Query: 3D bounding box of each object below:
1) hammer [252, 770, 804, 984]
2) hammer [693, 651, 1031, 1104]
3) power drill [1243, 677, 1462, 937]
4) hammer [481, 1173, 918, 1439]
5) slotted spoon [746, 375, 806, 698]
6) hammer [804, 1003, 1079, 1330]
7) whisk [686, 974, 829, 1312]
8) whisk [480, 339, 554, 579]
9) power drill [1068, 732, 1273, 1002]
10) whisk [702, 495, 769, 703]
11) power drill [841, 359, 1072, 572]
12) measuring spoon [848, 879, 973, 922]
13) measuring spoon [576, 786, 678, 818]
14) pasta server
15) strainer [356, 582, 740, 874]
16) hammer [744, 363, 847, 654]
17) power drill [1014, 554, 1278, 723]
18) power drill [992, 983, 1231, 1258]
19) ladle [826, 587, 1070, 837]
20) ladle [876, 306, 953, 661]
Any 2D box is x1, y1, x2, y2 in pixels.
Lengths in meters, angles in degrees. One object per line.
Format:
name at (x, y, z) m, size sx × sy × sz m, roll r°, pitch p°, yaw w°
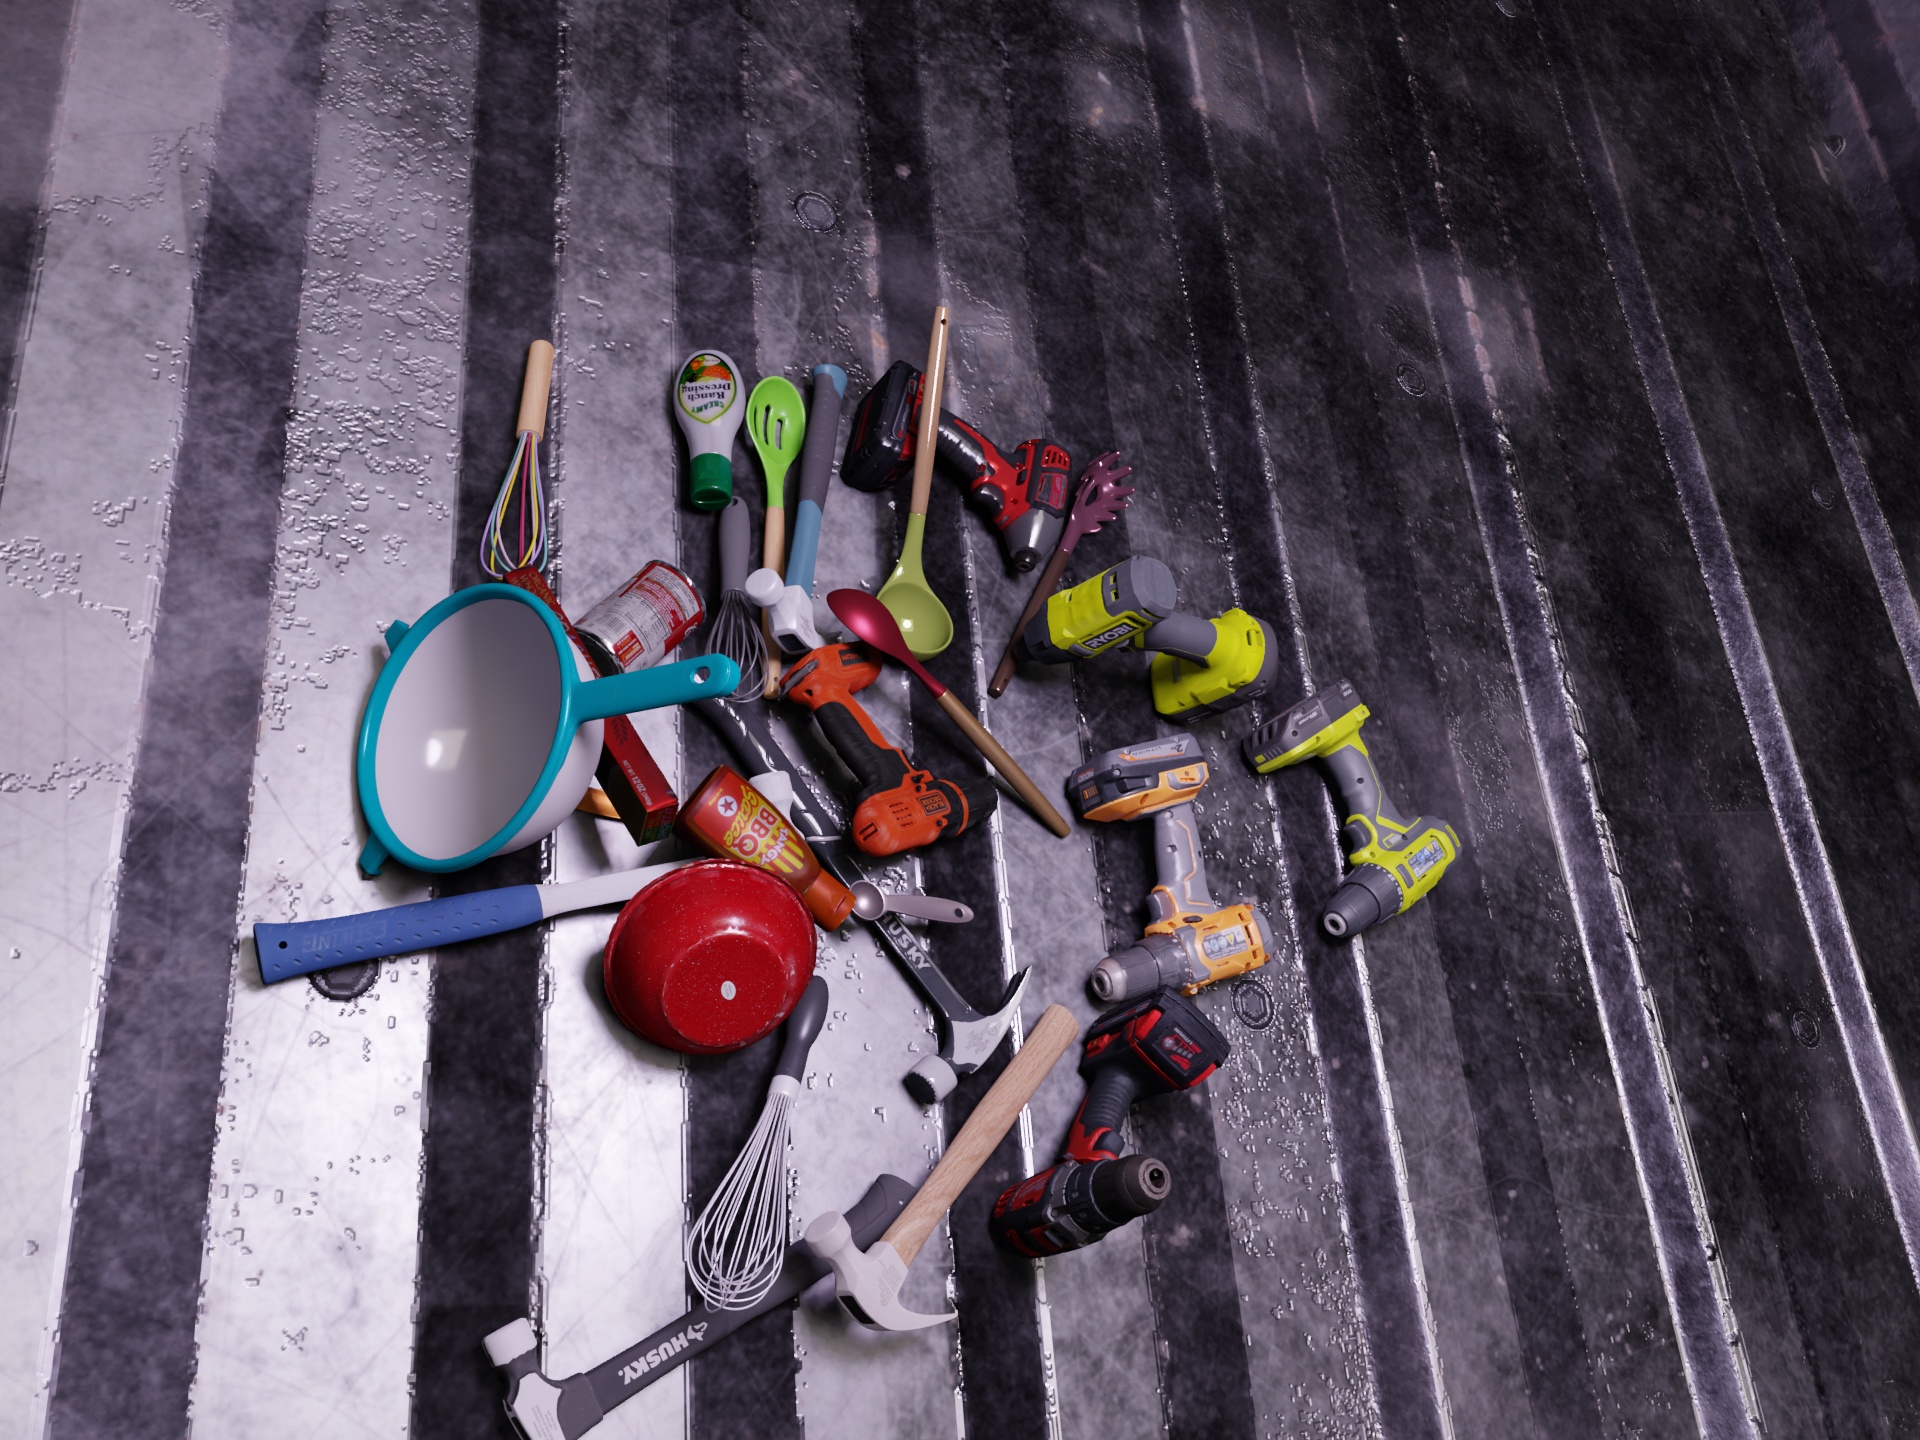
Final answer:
hammer at (-0.299, 0.138, 1.174) m, size 0.405 × 0.035 × 0.144 m, roll -9°, pitch 81°, yaw -29°
hammer at (-0.097, 0.112, 1.319) m, size 0.149 × 0.036 × 0.409 m, roll -35°, pitch 87°, yaw -38°
power drill at (0.382, 0.090, 1.580) m, size 0.190 × 0.080 × 0.228 m, roll -28°, pitch 86°, yaw -37°
hammer at (-0.158, 0.423, 1.135) m, size 0.334 × 0.035 × 0.146 m, roll -22°, pitch 79°, yaw -36°
slotted spoon at (-0.167, -0.165, 1.415) m, size 0.070 × 0.031 × 0.314 m, roll 21°, pitch 58°, yaw -44°
hammer at (0.008, 0.338, 1.243) m, size 0.331 × 0.031 × 0.130 m, roll -44°, pitch 109°, yaw -46°
whisk at (-0.138, 0.300, 1.169) m, size 0.070 × 0.070 × 0.285 m, roll 30°, pitch 42°, yaw -14°
whisk at (-0.358, -0.220, 1.324) m, size 0.051 × 0.047 × 0.245 m, roll 13°, pitch 58°, yaw -23°
power drill at (0.171, 0.138, 1.436) m, size 0.185 × 0.084 × 0.226 m, roll -12°, pitch 78°, yaw -32°
whisk at (-0.189, -0.106, 1.342) m, size 0.055 × 0.055 × 0.239 m, roll 14°, pitch 47°, yaw -24°
power drill at (0.005, -0.236, 1.522) m, size 0.219 × 0.078 × 0.143 m, roll 24°, pitch 58°, yaw -22°
measuring spoon at (-0.043, 0.155, 1.303) m, size 0.124 × 0.018 × 0.034 m, roll 12°, pitch 56°, yaw -34°
measuring spoon at (-0.265, 0.071, 1.259) m, size 0.116 × 0.011 × 0.021 m, roll 16°, pitch 62°, yaw -19°
pasta server at (0.096, -0.145, 1.551) m, size 0.060 × 0.040 × 0.316 m, roll 49°, pitch 51°, yaw -30°
strainer at (-0.276, 0.004, 1.127) m, size 0.095 × 0.340 × 0.211 m, roll 28°, pitch 57°, yaw -56°
hammer at (-0.133, -0.198, 1.416) m, size 0.128 × 0.033 × 0.331 m, roll 61°, pitch 26°, yaw -49°
power drill at (0.174, -0.071, 1.479) m, size 0.223 × 0.171 × 0.080 m, roll 19°, pitch 58°, yaw -39°
power drill at (0.131, 0.319, 1.260) m, size 0.080 × 0.188 × 0.227 m, roll 44°, pitch 49°, yaw -6°
ladle at (-0.002, -0.004, 1.391) m, size 0.315 × 0.031 × 0.069 m, roll 47°, pitch 20°, yaw -21°
ladle at (-0.030, -0.212, 1.424) m, size 0.078 × 0.062 × 0.320 m, roll 6°, pitch 92°, yaw -29°
